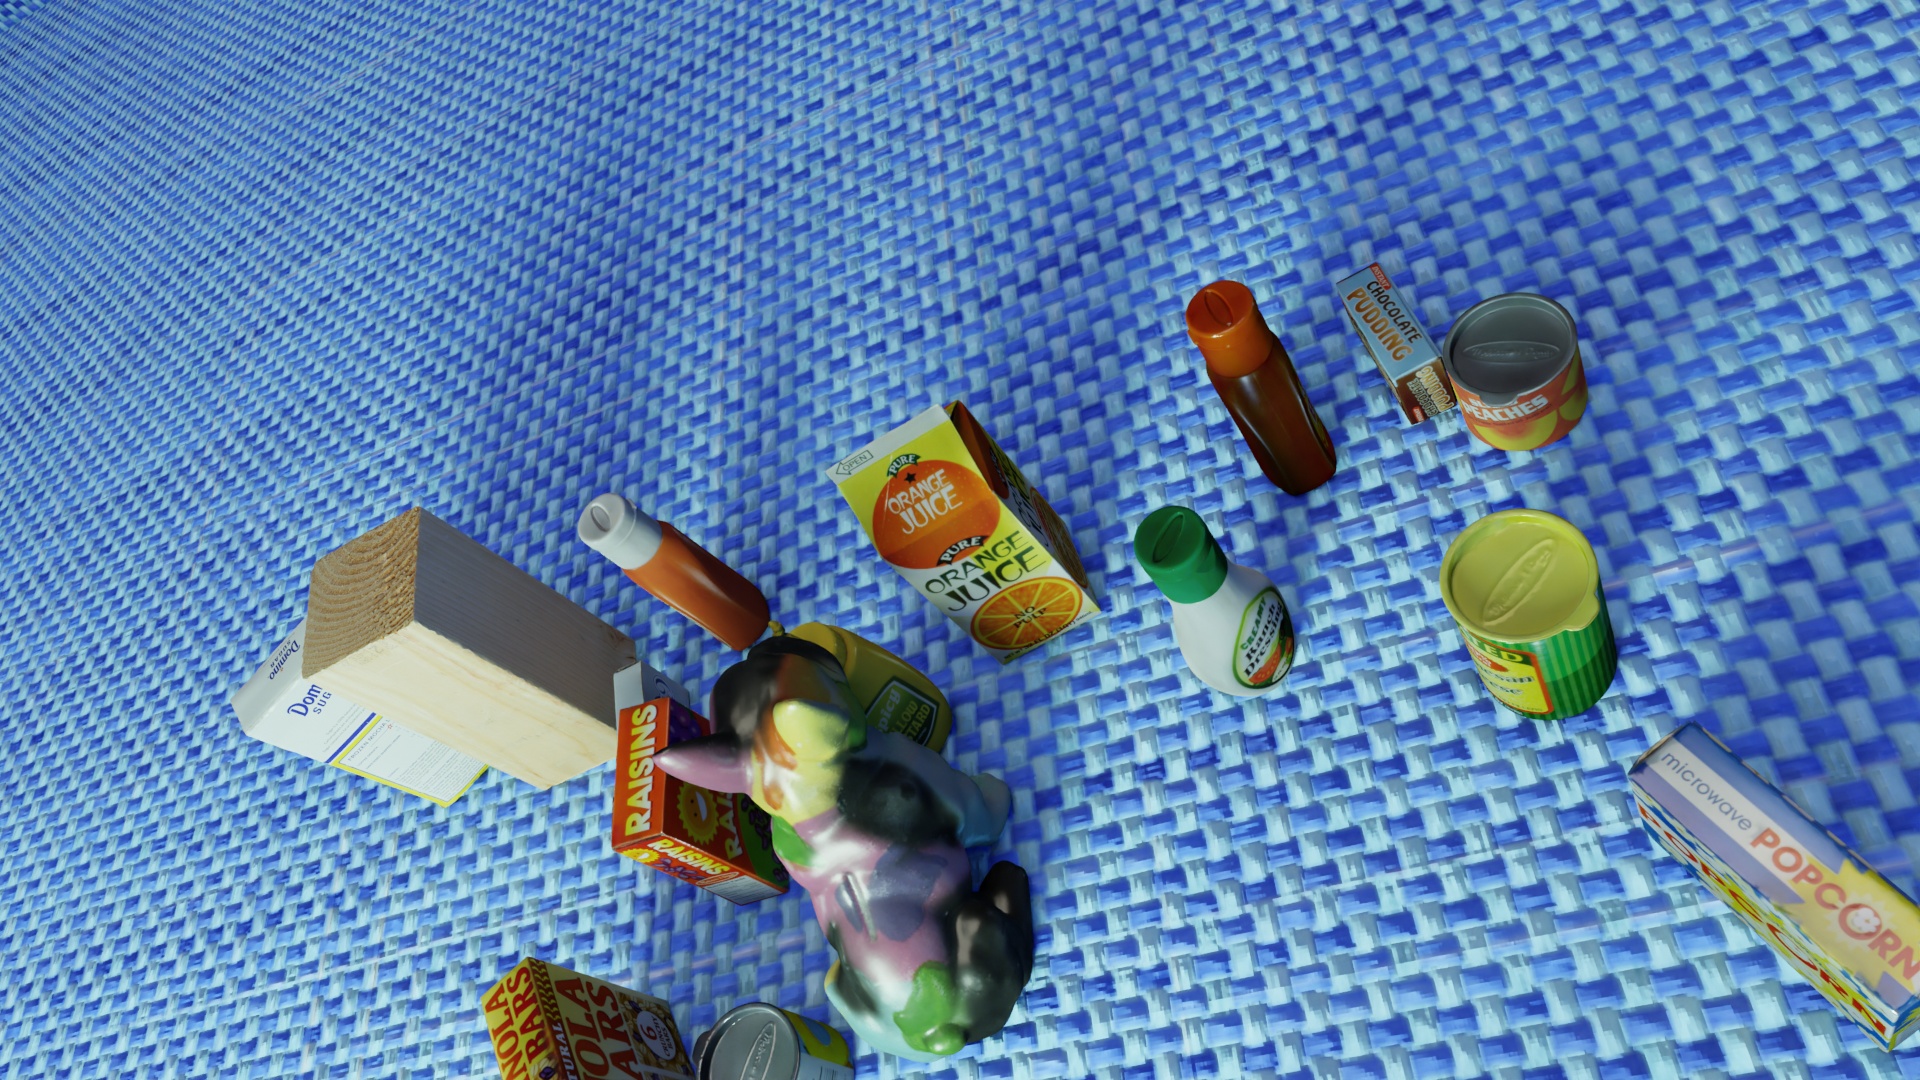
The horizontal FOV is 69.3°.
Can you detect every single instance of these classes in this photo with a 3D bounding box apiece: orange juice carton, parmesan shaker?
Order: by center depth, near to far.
[{"bbox_3d":[0.271,0.039,0.653,0.071,0.103,0.071,-15,56,23],"label":"parmesan shaker"},{"bbox_3d":[0.003,-0.010,0.782,0.071,0.192,0.073,-30,52,13],"label":"orange juice carton"}]

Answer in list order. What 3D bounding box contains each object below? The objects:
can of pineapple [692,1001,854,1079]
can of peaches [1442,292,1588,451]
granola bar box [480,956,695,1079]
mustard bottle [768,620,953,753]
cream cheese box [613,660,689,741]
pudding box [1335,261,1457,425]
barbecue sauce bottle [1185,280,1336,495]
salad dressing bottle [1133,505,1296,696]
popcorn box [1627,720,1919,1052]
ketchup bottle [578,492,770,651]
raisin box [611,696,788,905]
[{"bbox_3d":[-0.101,0.288,0.752,0.071,0.057,0.071,-14,56,23],"label":"can of pineapple"},{"bbox_3d":[0.297,-0.087,0.743,0.071,0.058,0.071,-14,56,23],"label":"can of peaches"},{"bbox_3d":[-0.182,0.314,0.741,0.039,0.124,0.166,-40,50,5],"label":"granola bar box"},{"bbox_3d":[-0.062,0.085,0.784,0.049,0.160,0.065,27,78,39],"label":"mustard bottle"},{"bbox_3d":[-0.198,0.134,0.903,0.024,0.053,0.104,-26,52,15],"label":"cream cheese box"},{"bbox_3d":[0.249,-0.113,0.793,0.030,0.049,0.084,-28,52,14],"label":"pudding box"},{"bbox_3d":[0.164,-0.084,0.761,0.043,0.148,0.065,-30,52,12],"label":"barbecue sauce bottle"},{"bbox_3d":[0.130,0.032,0.711,0.044,0.147,0.064,20,74,37],"label":"salad dressing bottle"},{"bbox_3d":[0.337,0.139,0.566,0.038,0.085,0.127,-42,50,3],"label":"popcorn box"},{"bbox_3d":[-0.186,0.018,0.904,0.043,0.148,0.065,-45,50,0],"label":"ketchup bottle"},{"bbox_3d":[-0.151,0.155,0.818,0.040,0.123,0.086,-18,55,21],"label":"raisin box"}]
